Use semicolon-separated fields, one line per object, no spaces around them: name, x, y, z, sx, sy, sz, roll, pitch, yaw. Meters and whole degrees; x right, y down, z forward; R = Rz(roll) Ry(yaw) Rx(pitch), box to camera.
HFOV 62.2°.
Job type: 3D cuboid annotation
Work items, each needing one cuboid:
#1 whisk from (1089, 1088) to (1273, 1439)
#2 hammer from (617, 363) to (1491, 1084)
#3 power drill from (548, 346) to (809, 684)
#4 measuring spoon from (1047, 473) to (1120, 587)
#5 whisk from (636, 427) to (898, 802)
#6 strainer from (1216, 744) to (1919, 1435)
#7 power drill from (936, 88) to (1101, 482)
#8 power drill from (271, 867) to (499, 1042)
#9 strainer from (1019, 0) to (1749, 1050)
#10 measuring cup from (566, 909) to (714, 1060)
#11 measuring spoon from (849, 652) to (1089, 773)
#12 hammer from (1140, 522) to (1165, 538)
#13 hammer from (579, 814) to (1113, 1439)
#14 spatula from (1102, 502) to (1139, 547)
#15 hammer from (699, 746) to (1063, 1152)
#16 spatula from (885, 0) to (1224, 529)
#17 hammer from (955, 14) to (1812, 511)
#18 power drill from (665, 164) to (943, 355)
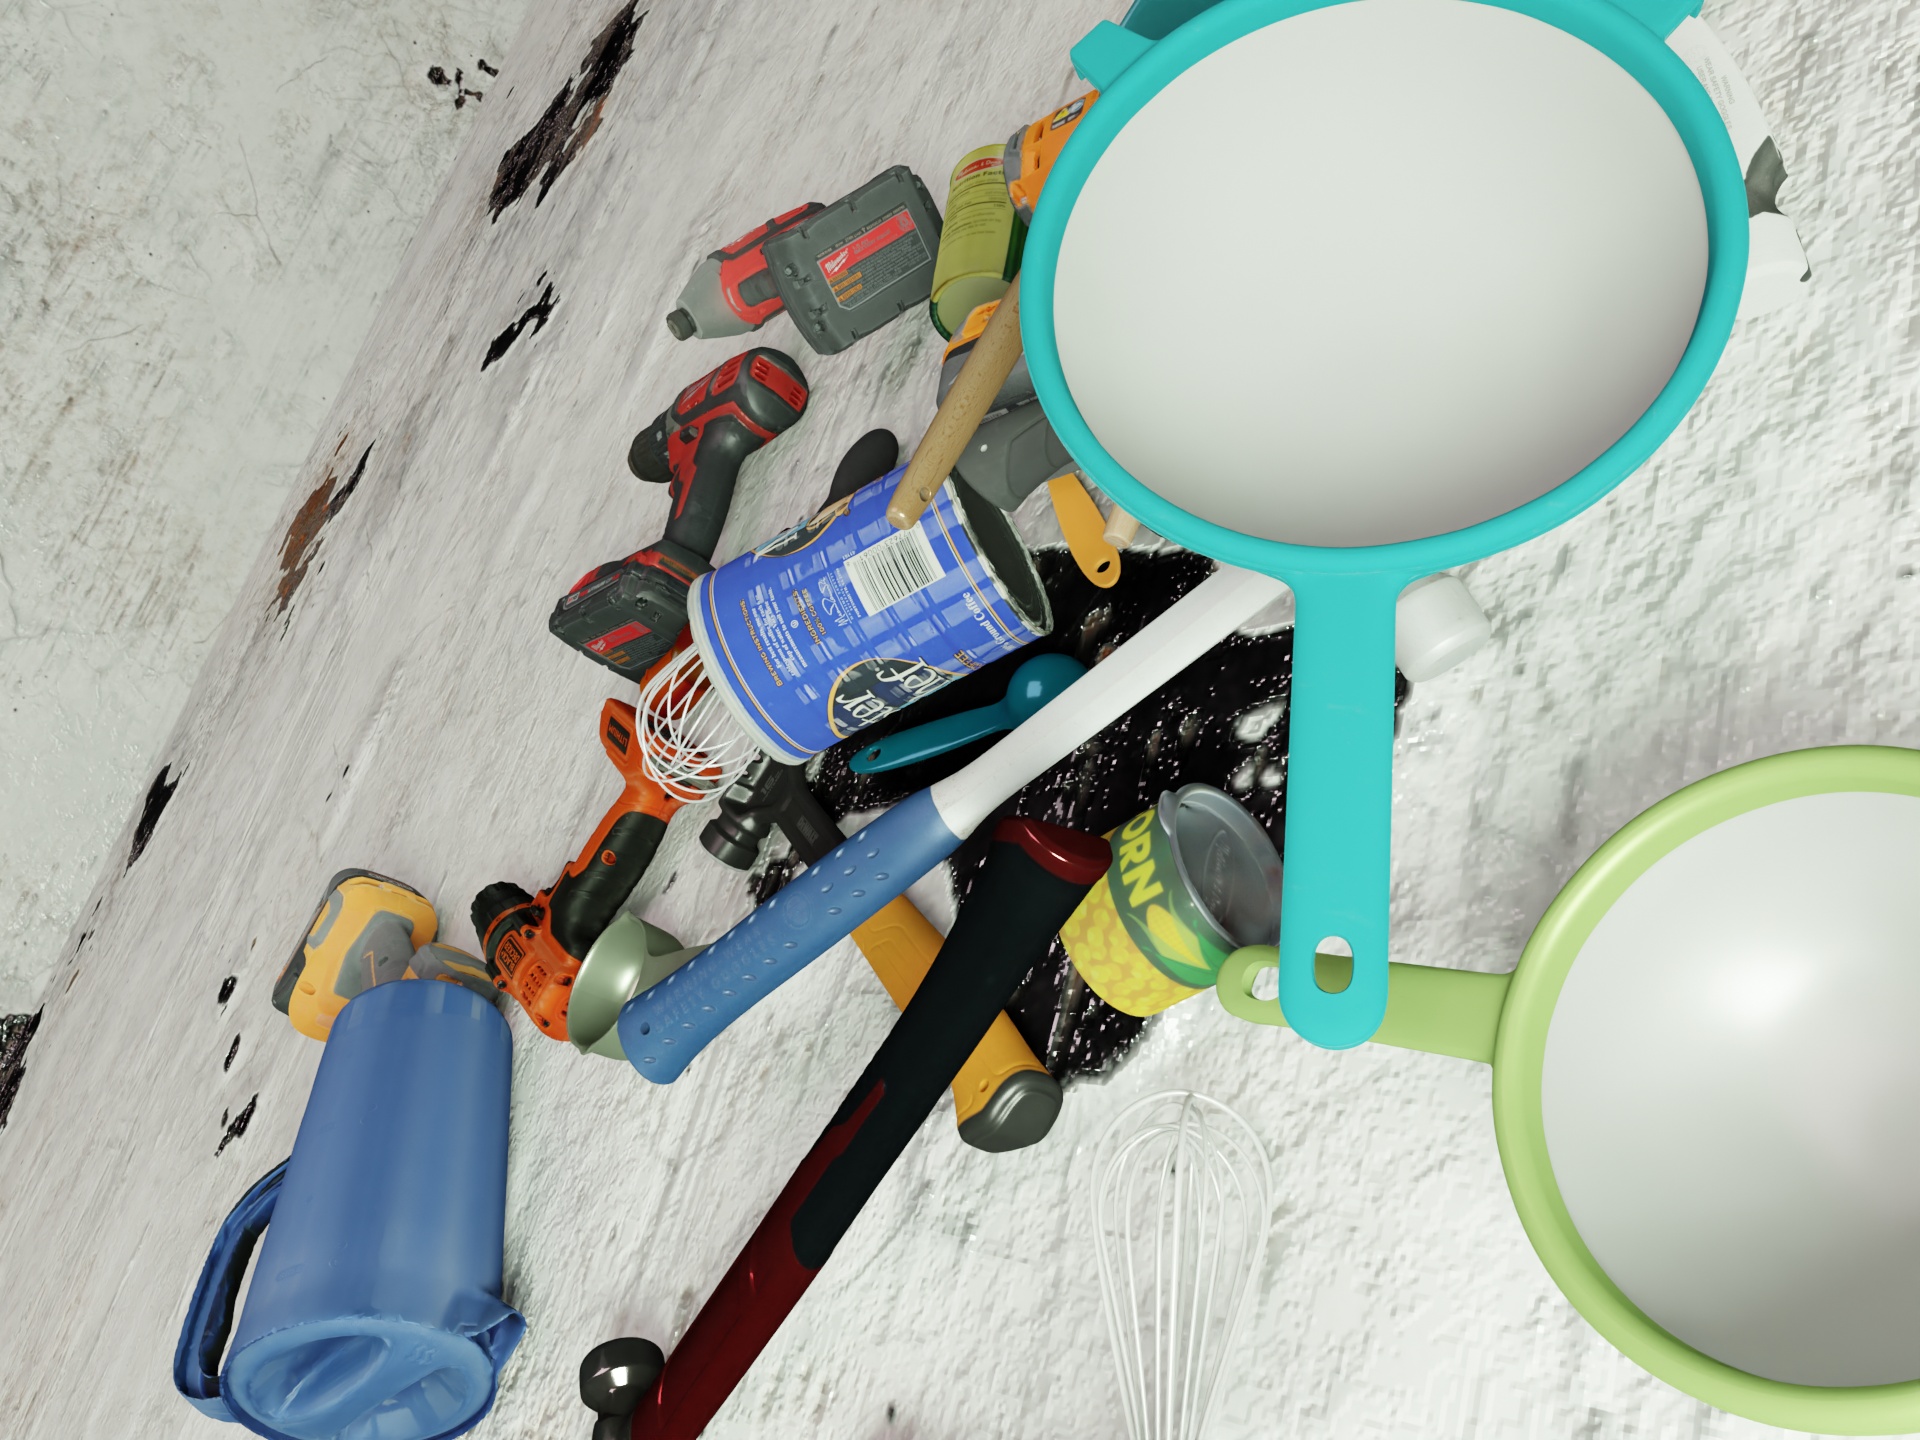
whisk;0.061;0.231;0.472;0.057;0.059;0.246;86;-170;-63
hammer;0.001;0.026;0.639;0.405;0.035;0.144;-38;69;24
power drill;-0.202;-0.142;1.105;0.188;0.080;0.227;-15;50;48
measuring spoon;0.058;-0.099;0.773;0.021;0.011;0.117;-34;42;15
whisk;-0.096;-0.069;0.881;0.070;0.070;0.285;-20;33;46
strainer;0.175;0.088;0.406;0.256;0.069;0.151;-3;64;55
power drill;0.081;-0.238;0.783;0.164;0.084;0.227;-14;50;40
power drill;-0.409;0.216;1.099;0.226;0.084;0.185;26;87;53
strainer;0.125;-0.067;0.496;0.211;0.095;0.340;1;74;17
measuring cup;-0.149;0.139;0.839;0.167;0.038;0.083;-17;51;45
measuring spoon;-0.001;-0.002;0.730;0.128;0.021;0.042;-19;43;23
hammer;0.211;-0.222;0.638;0.409;0.036;0.149;-44;34;23
hammer;-0.052;0.195;0.593;0.386;0.038;0.143;-58;31;25
spatula;0.123;-0.217;0.711;0.059;0.018;0.316;85;-155;-74
hammer;-0.036;0.080;0.734;0.127;0.034;0.337;-57;32;7
spatula;0.050;-0.208;0.679;0.044;0.082;0.318;3;57;46
hammer;0.131;-0.163;0.616;0.335;0.035;0.146;-20;67;34
power drill;-0.109;-0.299;1.061;0.143;0.078;0.220;-36;25;-18
